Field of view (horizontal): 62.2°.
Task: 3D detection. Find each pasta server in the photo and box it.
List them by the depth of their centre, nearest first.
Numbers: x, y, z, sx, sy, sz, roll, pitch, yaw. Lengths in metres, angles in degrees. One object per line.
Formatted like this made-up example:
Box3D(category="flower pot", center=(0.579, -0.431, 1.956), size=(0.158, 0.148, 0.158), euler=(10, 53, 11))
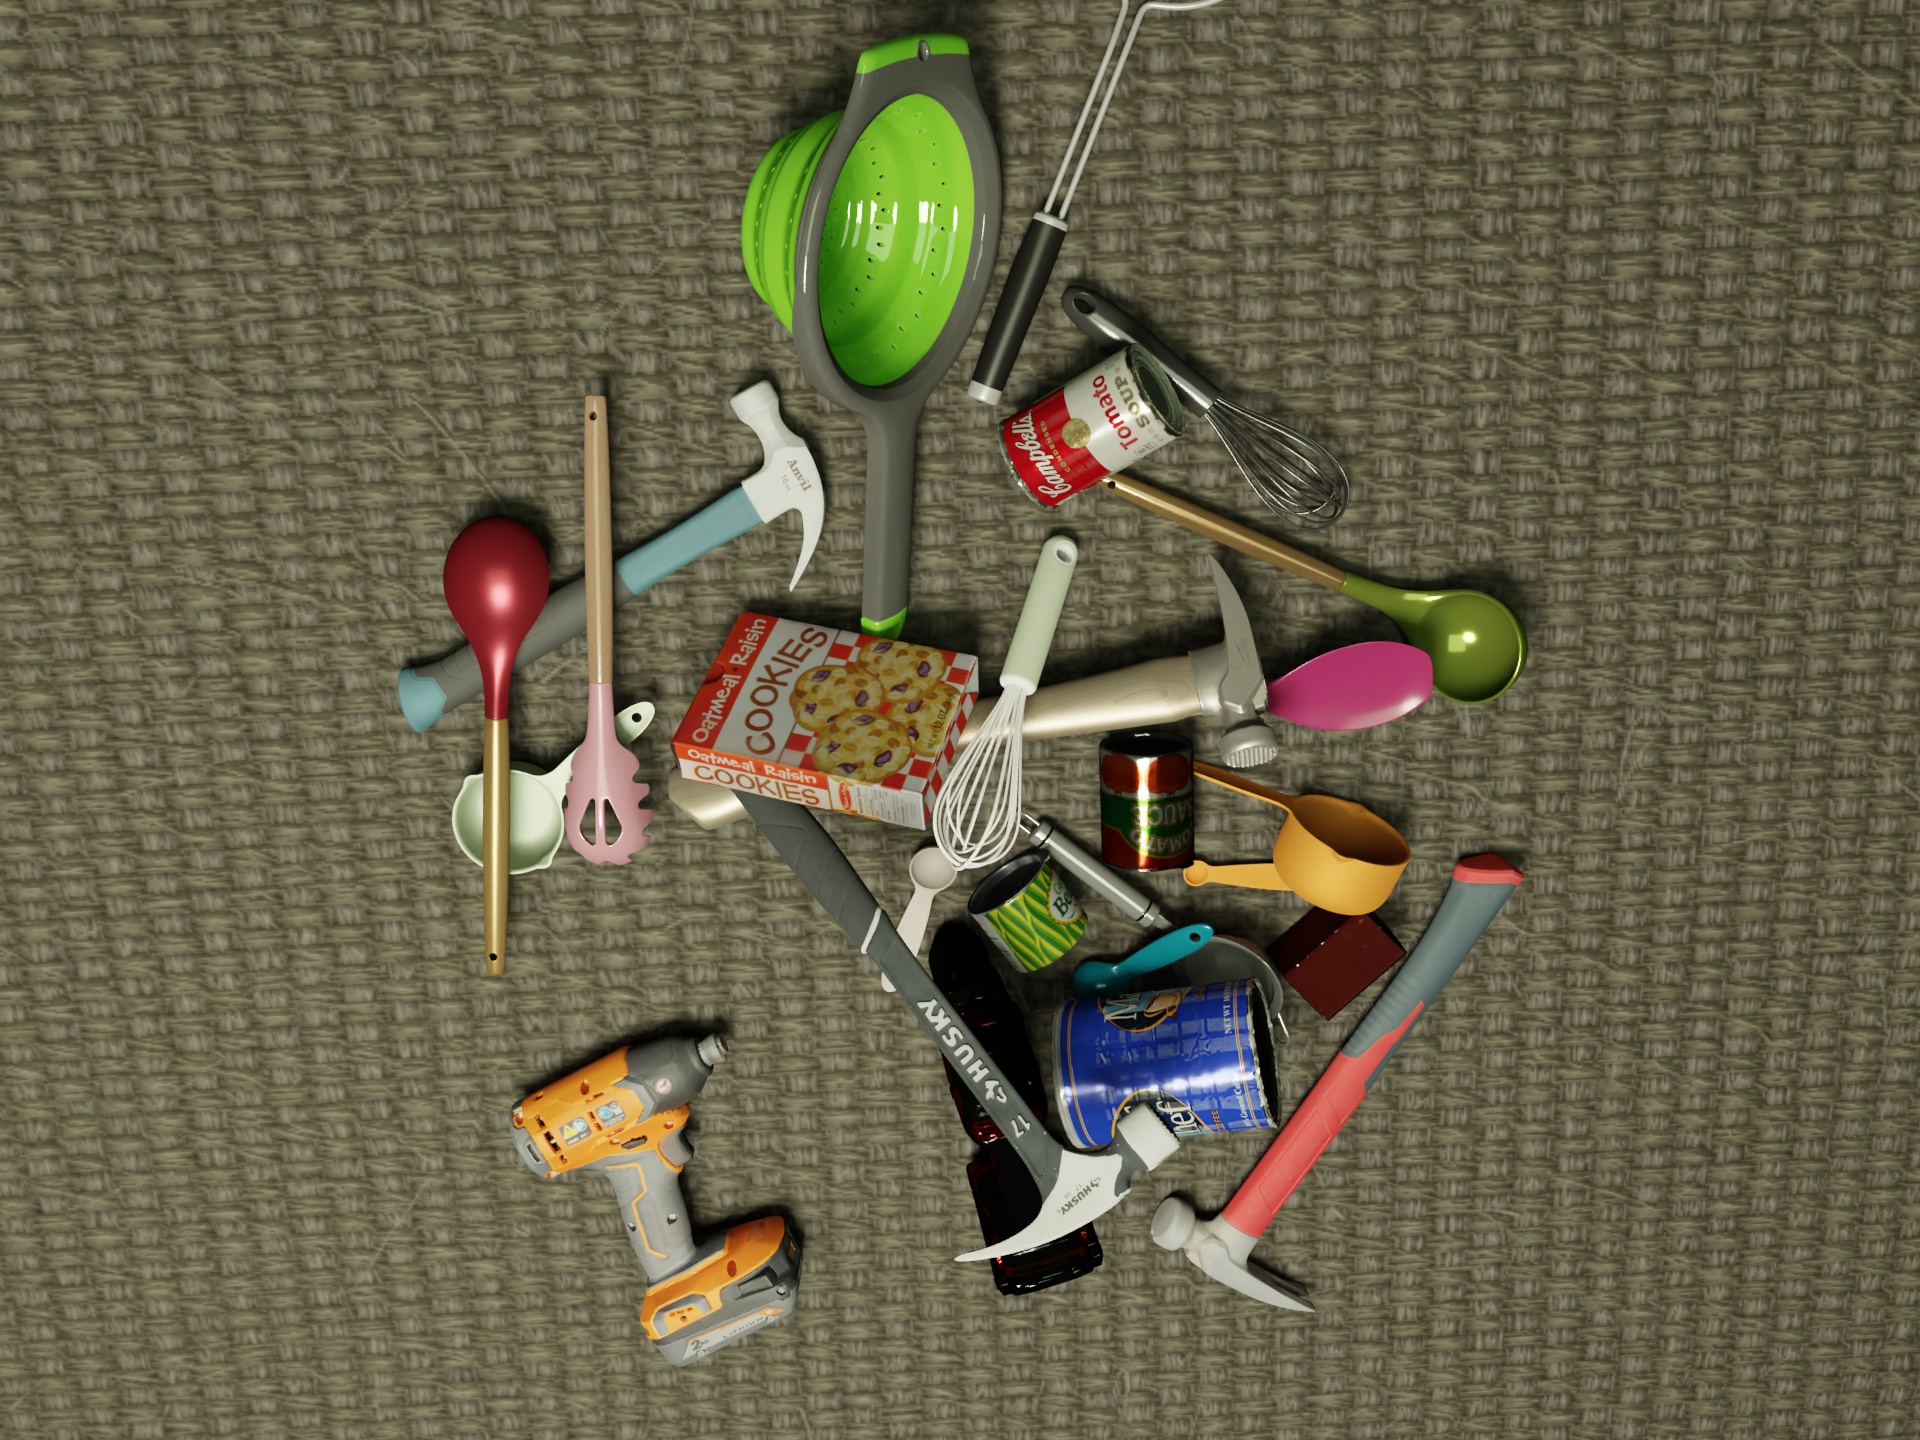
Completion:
Box3D(category="pasta server", center=(-0.237, -0.054, 1.050), size=(0.060, 0.040, 0.316), euler=(1, 100, -3))

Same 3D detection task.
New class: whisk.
Box3D(category="whisk", center=(0.035, -0.016, 1.038), size=(0.057, 0.059, 0.246), euler=(25, 67, -16))
Box3D(category="whisk", center=(0.161, -0.207, 1.050), size=(0.239, 0.055, 0.055), euler=(37, 101, -7))

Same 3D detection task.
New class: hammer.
Box3D(category="hammer", center=(-0.048, 0.152, 1.012), size=(0.149, 0.036, 0.409), euler=(-40, 71, -1))
Box3D(category="hammer", center=(-0.238, -0.090, 1.070), size=(0.331, 0.033, 0.128), euler=(-30, 103, 6))
Box3D(category="hammer", center=(-0.002, -0.003, 1.083), size=(0.410, 0.038, 0.146), euler=(-12, 66, 8))
Box3D(category="hammer", center=(0.306, 0.270, 1.188), size=(0.143, 0.038, 0.386), euler=(30, 102, -11))

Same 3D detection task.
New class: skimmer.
Box3D(category="skimmer", center=(0.081, -0.366, 0.974), size=(0.127, 0.090, 0.363), euler=(20, 105, -9))

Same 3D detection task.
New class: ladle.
Box3D(category="ladle", center=(-0.311, 0.022, 1.063), size=(0.069, 0.031, 0.315), euler=(4, 104, -1))
Box3D(category="ladle", center=(0.235, -0.099, 1.076), size=(0.320, 0.062, 0.078), euler=(23, 122, -5))

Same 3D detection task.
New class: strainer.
Box3D(category="strainer", center=(0.143, 0.141, 1.145), size=(0.258, 0.050, 0.087), euler=(37, 140, -6))

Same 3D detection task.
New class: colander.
Box3D(category="colander", center=(-0.071, -0.226, 1.007), size=(0.094, 0.204, 0.396), euler=(21, 125, 26))

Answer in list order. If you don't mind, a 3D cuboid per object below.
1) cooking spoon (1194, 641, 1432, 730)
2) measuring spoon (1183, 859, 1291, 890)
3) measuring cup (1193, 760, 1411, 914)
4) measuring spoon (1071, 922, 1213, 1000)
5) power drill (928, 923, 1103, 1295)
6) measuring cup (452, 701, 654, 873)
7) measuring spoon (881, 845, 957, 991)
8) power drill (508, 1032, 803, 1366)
Box3D(category="cooking spoon", center=(0.162, -0.012, 1.095), size=(0.319, 0.017, 0.068), euler=(-7, 123, 7))
Box3D(category="measuring spoon", center=(0.218, 0.111, 1.157), size=(0.117, 0.011, 0.021), euler=(3, 106, -7))
Box3D(category="measuring cup", center=(0.225, 0.080, 1.121), size=(0.174, 0.095, 0.052), euler=(23, 116, 12))
Box3D(category="measuring spoon", center=(0.128, 0.178, 1.136), size=(0.128, 0.021, 0.042), euler=(-35, 102, 34))
Box3D(category="power drill", center=(0.028, 0.271, 1.127), size=(0.080, 0.188, 0.226), euler=(-16, 124, -3))
Box3D(category="measuring cup", center=(-0.275, 0.037, 1.102), size=(0.167, 0.038, 0.083), euler=(-38, 103, 5))
Box3D(category="measuring spoon", center=(-0.034, 0.143, 1.154), size=(0.034, 0.018, 0.124), euler=(17, 111, -7))
Box3D(category="power drill", center=(-0.204, 0.340, 1.166), size=(0.164, 0.084, 0.226), euler=(-28, 101, 5))
